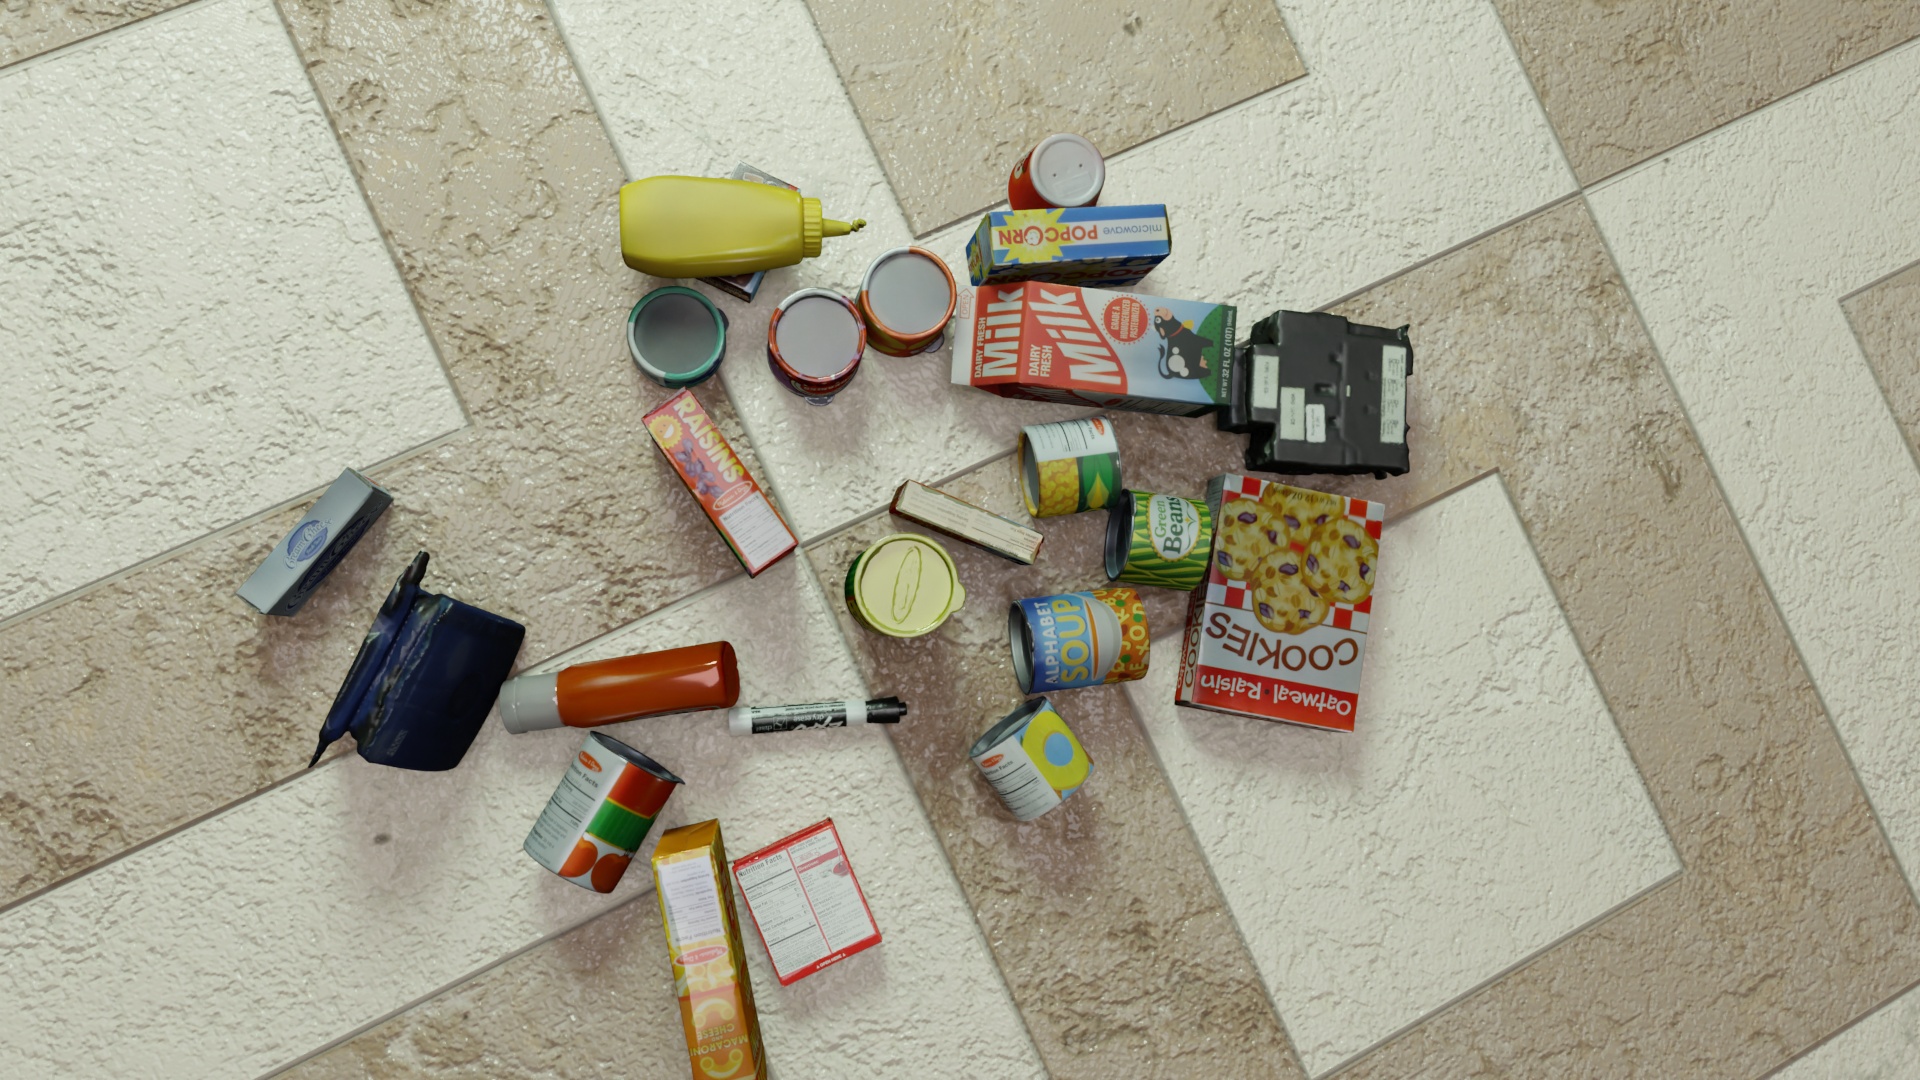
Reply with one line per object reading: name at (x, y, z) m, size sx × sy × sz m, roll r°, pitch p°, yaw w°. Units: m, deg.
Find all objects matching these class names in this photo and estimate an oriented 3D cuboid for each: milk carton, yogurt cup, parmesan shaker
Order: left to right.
parmesan shaker at (-0.039, 0.032, 0.920) m, size 0.071 × 0.103 × 0.071 m, roll 1°, pitch 86°, yaw -9°
yogurt cup at (0.070, -0.255, 0.987) m, size 0.072 × 0.054 × 0.072 m, roll 1°, pitch 86°, yaw -9°
milk carton at (0.089, -0.134, 0.970) m, size 0.191 × 0.073 × 0.072 m, roll 5°, pitch 87°, yaw -9°

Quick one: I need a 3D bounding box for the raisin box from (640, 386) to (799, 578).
raisin box at (-0.157, -0.036, 0.916) m, size 0.040 × 0.086 × 0.123 m, roll -36°, pitch 92°, yaw -8°

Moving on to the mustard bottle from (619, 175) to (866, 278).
mustard bottle at (-0.142, -0.206, 0.920) m, size 0.160 × 0.049 × 0.065 m, roll -1°, pitch 86°, yaw -9°

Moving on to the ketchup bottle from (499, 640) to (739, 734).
ketchup bottle at (-0.222, 0.097, 0.908) m, size 0.149 × 0.065 × 0.043 m, roll -8°, pitch 93°, yaw -1°

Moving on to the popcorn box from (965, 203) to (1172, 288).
popcorn box at (0.074, -0.202, 0.968) m, size 0.127 × 0.085 × 0.038 m, roll -5°, pitch 87°, yaw -10°

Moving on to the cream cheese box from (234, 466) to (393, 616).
cream cheese box at (-0.410, 0.002, 0.888) m, size 0.024 × 0.053 × 0.104 m, roll 38°, pitch 81°, yaw -2°

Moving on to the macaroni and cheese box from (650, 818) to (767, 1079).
macaroni and cheese box at (-0.155, 0.268, 0.871) m, size 0.040 × 0.123 × 0.166 m, roll -11°, pitch 88°, yaw -9°

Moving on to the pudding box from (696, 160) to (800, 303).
pudding box at (-0.149, -0.213, 0.960) m, size 0.049 × 0.030 × 0.084 m, roll 26°, pitch 82°, yaw -7°

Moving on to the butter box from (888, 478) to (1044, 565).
butter box at (0.003, -0.012, 0.957) m, size 0.103 × 0.053 × 0.024 m, roll 22°, pitch 86°, yaw -6°

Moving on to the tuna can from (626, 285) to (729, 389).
tuna can at (-0.191, -0.139, 0.946) m, size 0.071 × 0.033 × 0.071 m, roll 1°, pitch 86°, yaw -9°

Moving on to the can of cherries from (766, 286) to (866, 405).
can of cherries at (-0.098, -0.132, 0.947) m, size 0.071 × 0.058 × 0.071 m, roll 1°, pitch 85°, yaw -9°

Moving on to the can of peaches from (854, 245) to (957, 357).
can of peaches at (-0.037, -0.163, 0.960) m, size 0.071 × 0.058 × 0.071 m, roll 1°, pitch 85°, yaw -9°

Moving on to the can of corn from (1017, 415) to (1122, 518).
can of corn at (0.075, -0.049, 0.966) m, size 0.058 × 0.071 × 0.071 m, roll -8°, pitch 87°, yaw -9°

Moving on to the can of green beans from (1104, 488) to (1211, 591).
can of green beans at (0.137, 0.000, 0.970) m, size 0.058 × 0.071 × 0.071 m, roll 8°, pitch 84°, yaw -9°

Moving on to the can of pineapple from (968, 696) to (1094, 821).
can of pineapple at (0.050, 0.147, 0.945) m, size 0.071 × 0.071 × 0.058 m, roll -37°, pitch 93°, yaw -10°

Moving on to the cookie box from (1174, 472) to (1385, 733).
cookie box at (0.229, 0.046, 0.995) m, size 0.123 × 0.040 × 0.167 m, roll 11°, pitch 83°, yaw -8°

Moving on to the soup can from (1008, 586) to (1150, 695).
soup can at (0.081, 0.068, 0.953) m, size 0.084 × 0.071 × 0.071 m, roll -7°, pitch 87°, yaw -10°

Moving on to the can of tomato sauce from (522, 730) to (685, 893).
can of tomato sauce at (-0.230, 0.176, 0.897) m, size 0.071 × 0.071 × 0.083 m, roll 31°, pitch 82°, yaw -6°
